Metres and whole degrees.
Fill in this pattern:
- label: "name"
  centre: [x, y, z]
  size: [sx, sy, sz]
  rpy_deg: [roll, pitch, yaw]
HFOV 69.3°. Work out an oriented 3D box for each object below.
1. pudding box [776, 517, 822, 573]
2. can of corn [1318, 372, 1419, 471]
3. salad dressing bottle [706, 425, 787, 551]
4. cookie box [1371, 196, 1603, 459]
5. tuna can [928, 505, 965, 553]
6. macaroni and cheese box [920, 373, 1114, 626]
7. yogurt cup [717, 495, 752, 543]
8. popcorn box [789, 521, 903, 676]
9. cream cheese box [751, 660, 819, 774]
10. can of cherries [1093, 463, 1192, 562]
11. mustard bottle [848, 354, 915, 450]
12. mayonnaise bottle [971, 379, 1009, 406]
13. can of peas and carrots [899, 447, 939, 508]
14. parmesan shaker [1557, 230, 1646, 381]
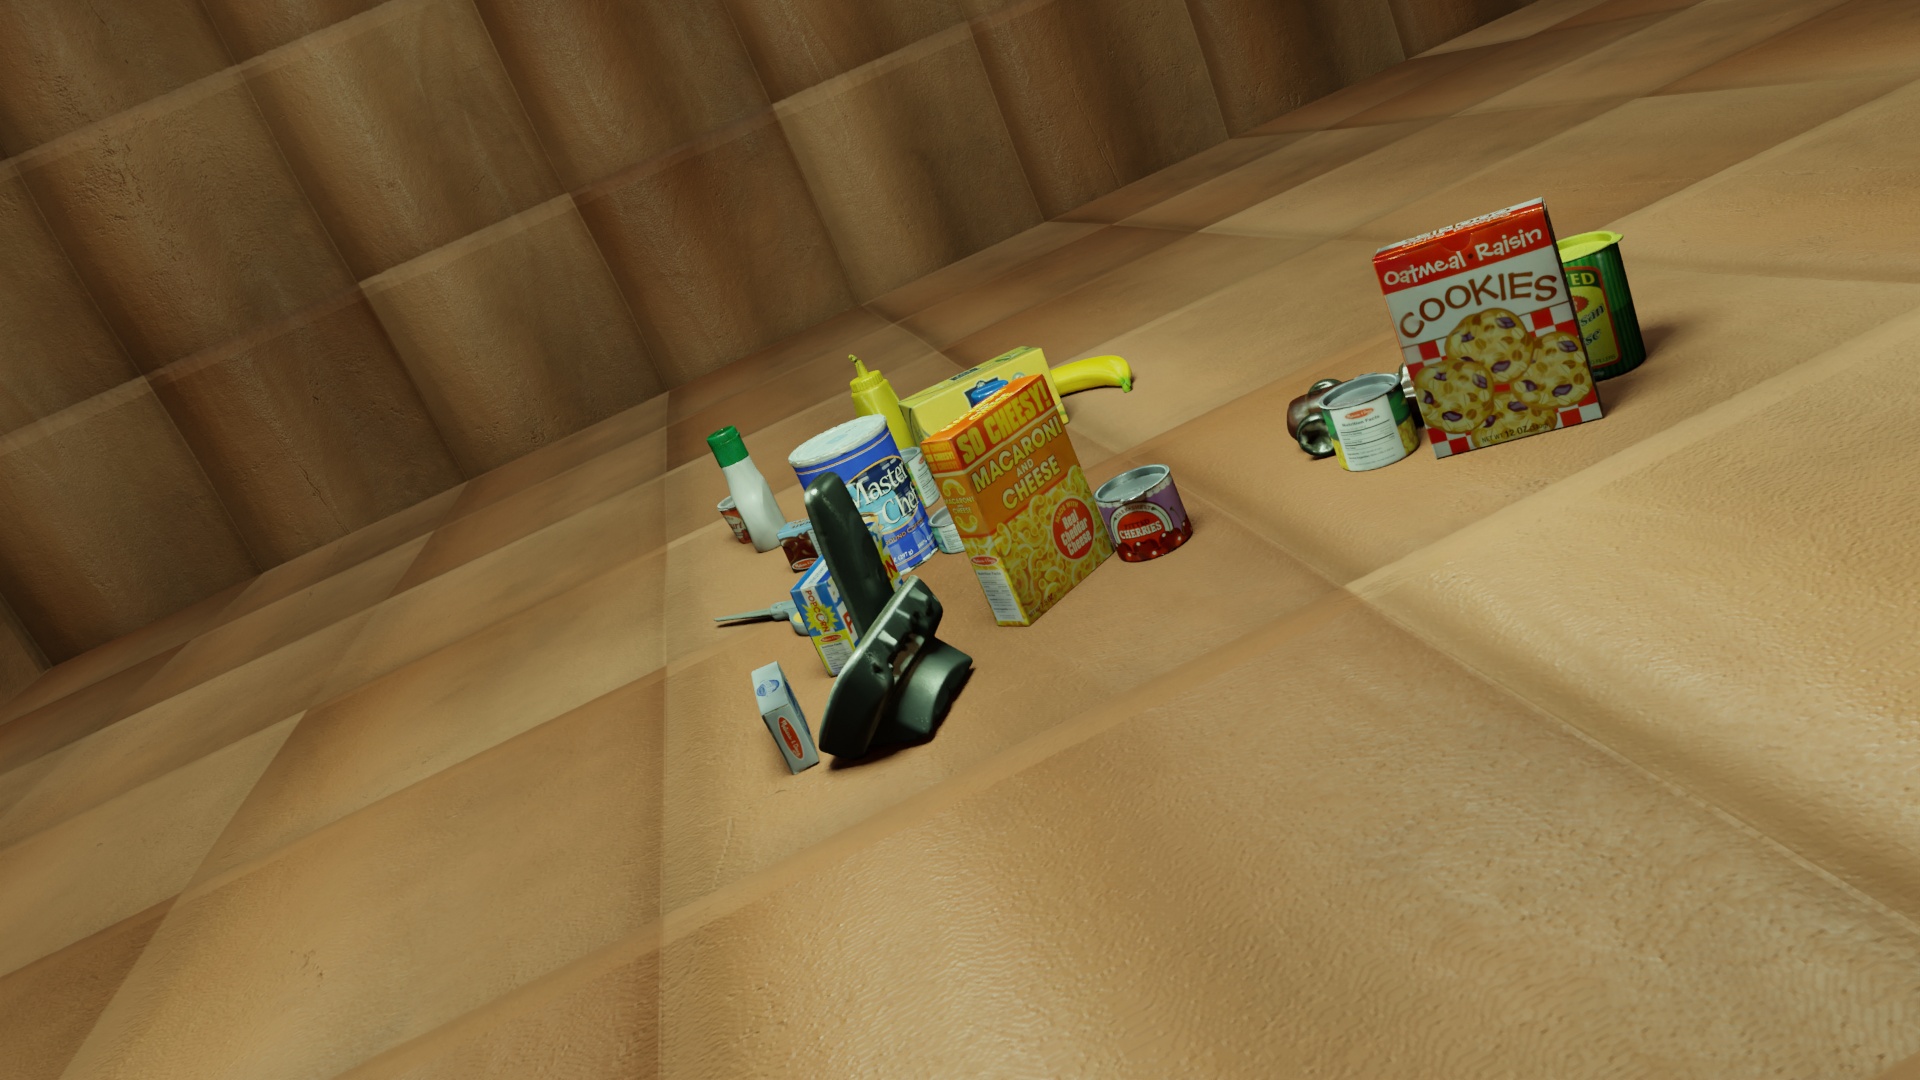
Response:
- label: "pudding box"
  centre: [-0.147, -0.001, 1.470]
  size: [0.083, 0.049, 0.030]
  rpy_deg: [-14, 19, 27]
- label: "can of corn"
  centre: [0.332, -0.097, 1.127]
  size: [0.071, 0.058, 0.071]
  rpy_deg: [-21, 17, 7]
- label: "salad dressing bottle"
  centre: [-0.246, -0.060, 1.606]
  size: [0.044, 0.147, 0.064]
  rpy_deg: [-21, 17, 10]
- label: "cookie box"
  centre: [0.394, -0.156, 1.039]
  size: [0.123, 0.167, 0.040]
  rpy_deg: [-15, 19, 27]
- label: "tuna can"
  centre: [0.005, -0.017, 1.352]
  size: [0.071, 0.032, 0.071]
  rpy_deg: [-21, 17, 7]
- label: "macaroni and cheese box"
  centre: [0.048, -0.033, 1.120]
  size: [0.040, 0.166, 0.124]
  rpy_deg: [-5, 25, 47]
- label: "yogurt cup"
  centre: [-0.254, -0.032, 1.692]
  size: [0.072, 0.053, 0.072]
  rpy_deg: [-21, 17, 7]
- label: "popcorn box"
  centre: [-0.093, 0.048, 1.197]
  size: [0.038, 0.085, 0.127]
  rpy_deg: [-16, 19, 24]
- label: "cream cheese box"
  centre: [-0.134, 0.133, 1.055]
  size: [0.024, 0.053, 0.104]
  rpy_deg: [-26, 17, -6]
- label: "can of cherries"
  centre: [0.149, -0.022, 1.138]
  size: [0.071, 0.058, 0.072]
  rpy_deg: [-21, 17, 7]
- label: "mustard bottle"
  centre: [-0.094, -0.151, 1.658]
  size: [0.049, 0.159, 0.065]
  rpy_deg: [-34, 20, -30]
- label: "mayonnaise bottle"
  centre: [0.053, -0.072, 1.258]
  size: [0.064, 0.147, 0.041]
  rpy_deg: [-19, 18, 16]
- label: "can of peas and carrots"
  centre: [-0.066, -0.062, 1.531]
  size: [0.071, 0.058, 0.071]
  rpy_deg: [-21, 17, 7]
- label: "parmesan shaker"
  centre: [0.498, -0.184, 1.096]
  size: [0.071, 0.102, 0.071]
  rpy_deg: [-21, 17, 7]
